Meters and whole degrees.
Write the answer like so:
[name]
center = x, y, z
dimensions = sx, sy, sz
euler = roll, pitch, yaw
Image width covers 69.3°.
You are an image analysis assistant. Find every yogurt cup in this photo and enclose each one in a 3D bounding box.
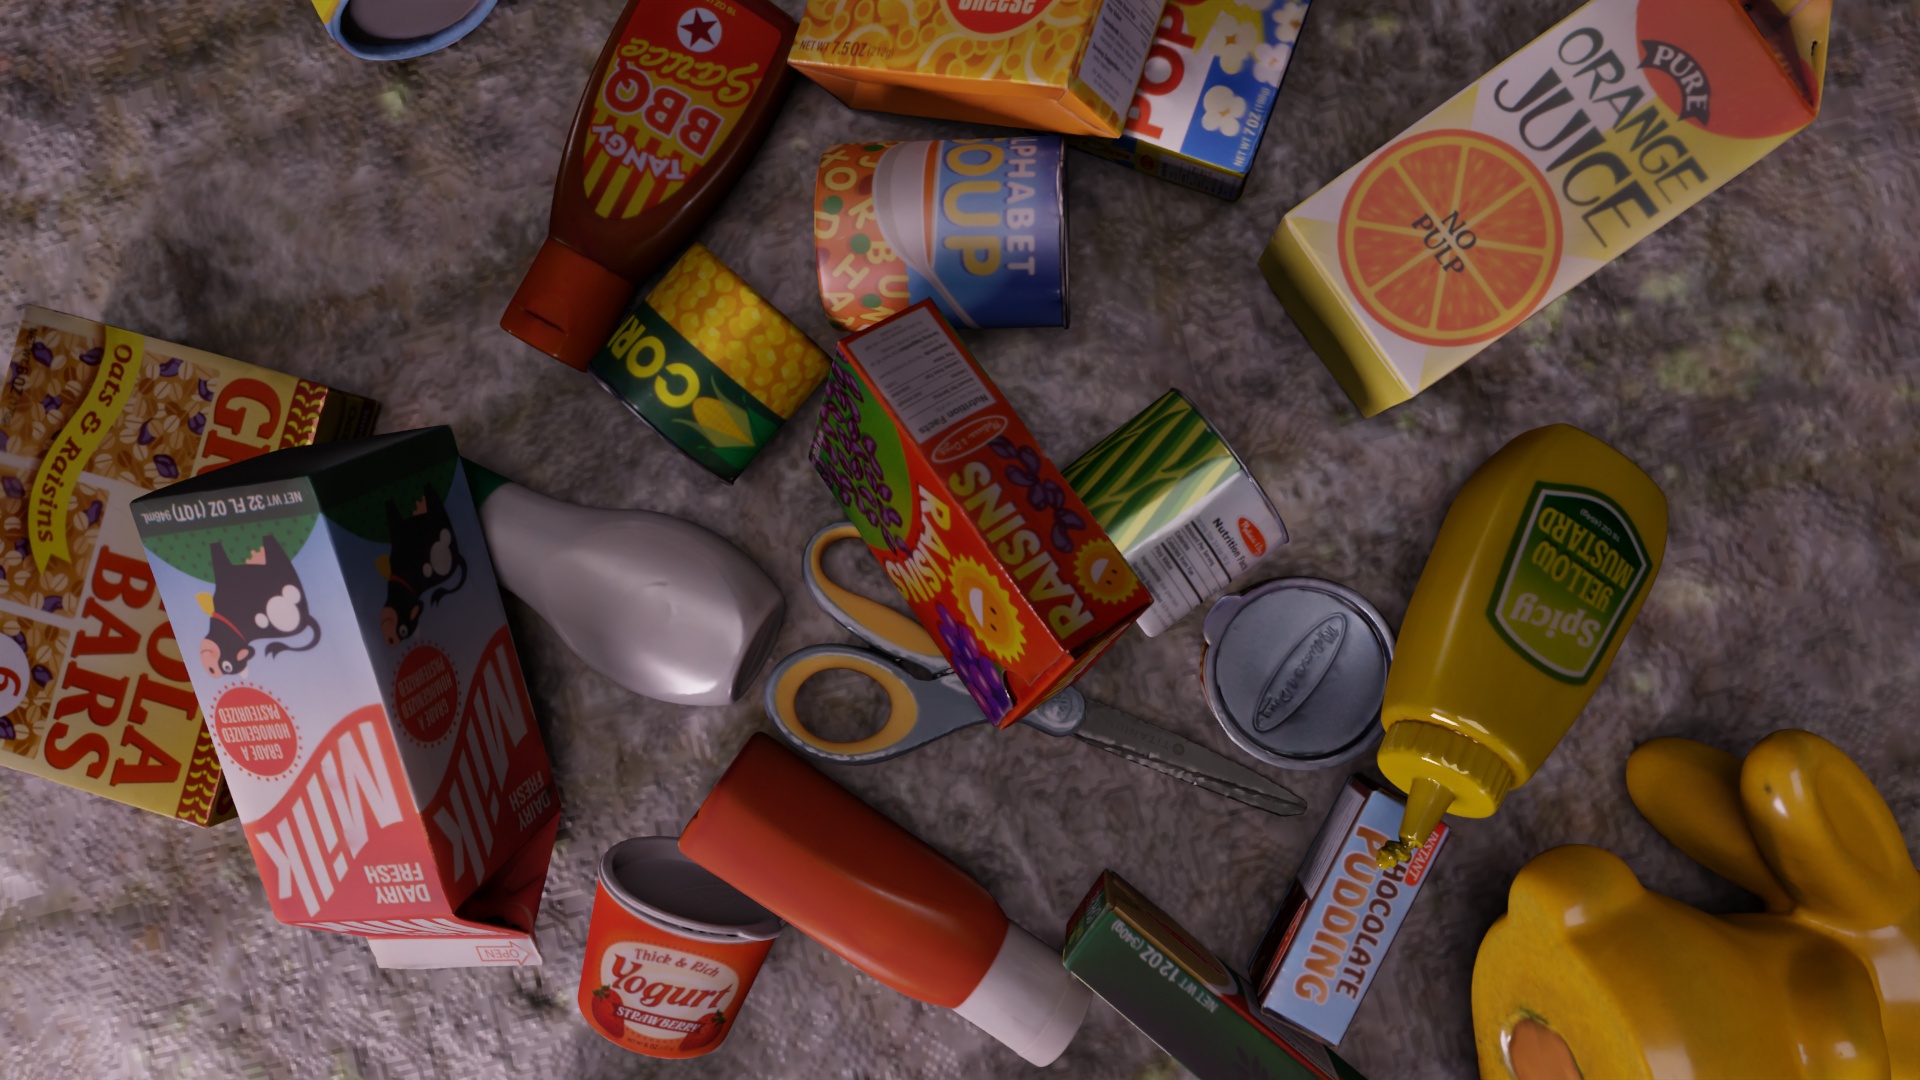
[yogurt cup]
center = -0.100, 0.143, 0.488
dimensions = 0.072, 0.072, 0.054
euler = 20, 98, 5

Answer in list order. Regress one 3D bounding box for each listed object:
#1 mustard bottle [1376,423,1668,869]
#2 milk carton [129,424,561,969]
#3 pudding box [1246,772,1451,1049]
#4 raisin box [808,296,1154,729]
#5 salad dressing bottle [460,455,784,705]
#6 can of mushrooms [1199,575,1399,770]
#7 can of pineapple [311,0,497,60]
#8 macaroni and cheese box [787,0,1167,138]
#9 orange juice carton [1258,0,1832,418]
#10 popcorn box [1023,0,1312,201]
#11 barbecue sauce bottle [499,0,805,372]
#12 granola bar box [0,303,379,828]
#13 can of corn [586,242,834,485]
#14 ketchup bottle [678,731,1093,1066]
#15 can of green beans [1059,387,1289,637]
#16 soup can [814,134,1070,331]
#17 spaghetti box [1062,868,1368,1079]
[mustard bottle]
center = 0.174, 0.038, 0.450
dimensions = 0.065, 0.048, 0.161
euler = 34, 70, -4
[milk carton]
center = -0.197, 0.063, 0.474
dimensions = 0.072, 0.074, 0.190
euler = -6, 105, 17
[pudding box]
center = 0.131, 0.124, 0.474
dimensions = 0.030, 0.049, 0.083
euler = 28, 90, 7
[raisin box]
center = 0.002, -0.006, 0.461
dimensions = 0.040, 0.085, 0.123
euler = -31, 77, -24
[salad dressing bottle]
center = -0.139, 0.009, 0.505
dimensions = 0.148, 0.044, 0.064
euler = 25, 96, 7
[can of mushrooms]
center = 0.116, 0.044, 0.486
dimensions = 0.071, 0.033, 0.071
euler = 0, 89, 5
[can of pineapple]
center = -0.211, -0.218, 0.509
dimensions = 0.071, 0.071, 0.058
euler = -29, 86, 4
[macaroni and cheese box]
center = 0.022, -0.227, 0.471
dimensions = 0.124, 0.040, 0.166
euler = 18, 89, 35
[orange juice carton]
center = 0.202, -0.127, 0.465
dimensions = 0.192, 0.072, 0.073
euler = -35, 86, 3
[popcorn box]
center = 0.081, -0.195, 0.494
dimensions = 0.085, 0.038, 0.126
euler = 20, 90, 6
[barbecue sauce bottle]
center = -0.116, -0.134, 0.507
dimensions = 0.065, 0.043, 0.148
euler = 29, 91, -2
[granola bar box]
center = -0.304, 0.009, 0.521
dimensions = 0.124, 0.039, 0.165
euler = 15, 89, 5
[can of corn]
center = -0.088, -0.063, 0.489
dimensions = 0.071, 0.071, 0.058
euler = 41, 91, 5
[ketchup bottle]
center = -0.023, 0.126, 0.483
dimensions = 0.149, 0.065, 0.043
euler = 34, 101, -2
[can of green beans]
center = 0.069, -0.009, 0.476
dimensions = 0.058, 0.071, 0.071
euler = -36, 86, 4
[soup can]
center = -0.004, -0.107, 0.483
dimensions = 0.084, 0.071, 0.071
euler = 0, 88, 5
[spaghetti box]
center = 0.140, 0.206, 0.470
dimensions = 0.250, 0.050, 0.028
euler = 39, 94, 5
